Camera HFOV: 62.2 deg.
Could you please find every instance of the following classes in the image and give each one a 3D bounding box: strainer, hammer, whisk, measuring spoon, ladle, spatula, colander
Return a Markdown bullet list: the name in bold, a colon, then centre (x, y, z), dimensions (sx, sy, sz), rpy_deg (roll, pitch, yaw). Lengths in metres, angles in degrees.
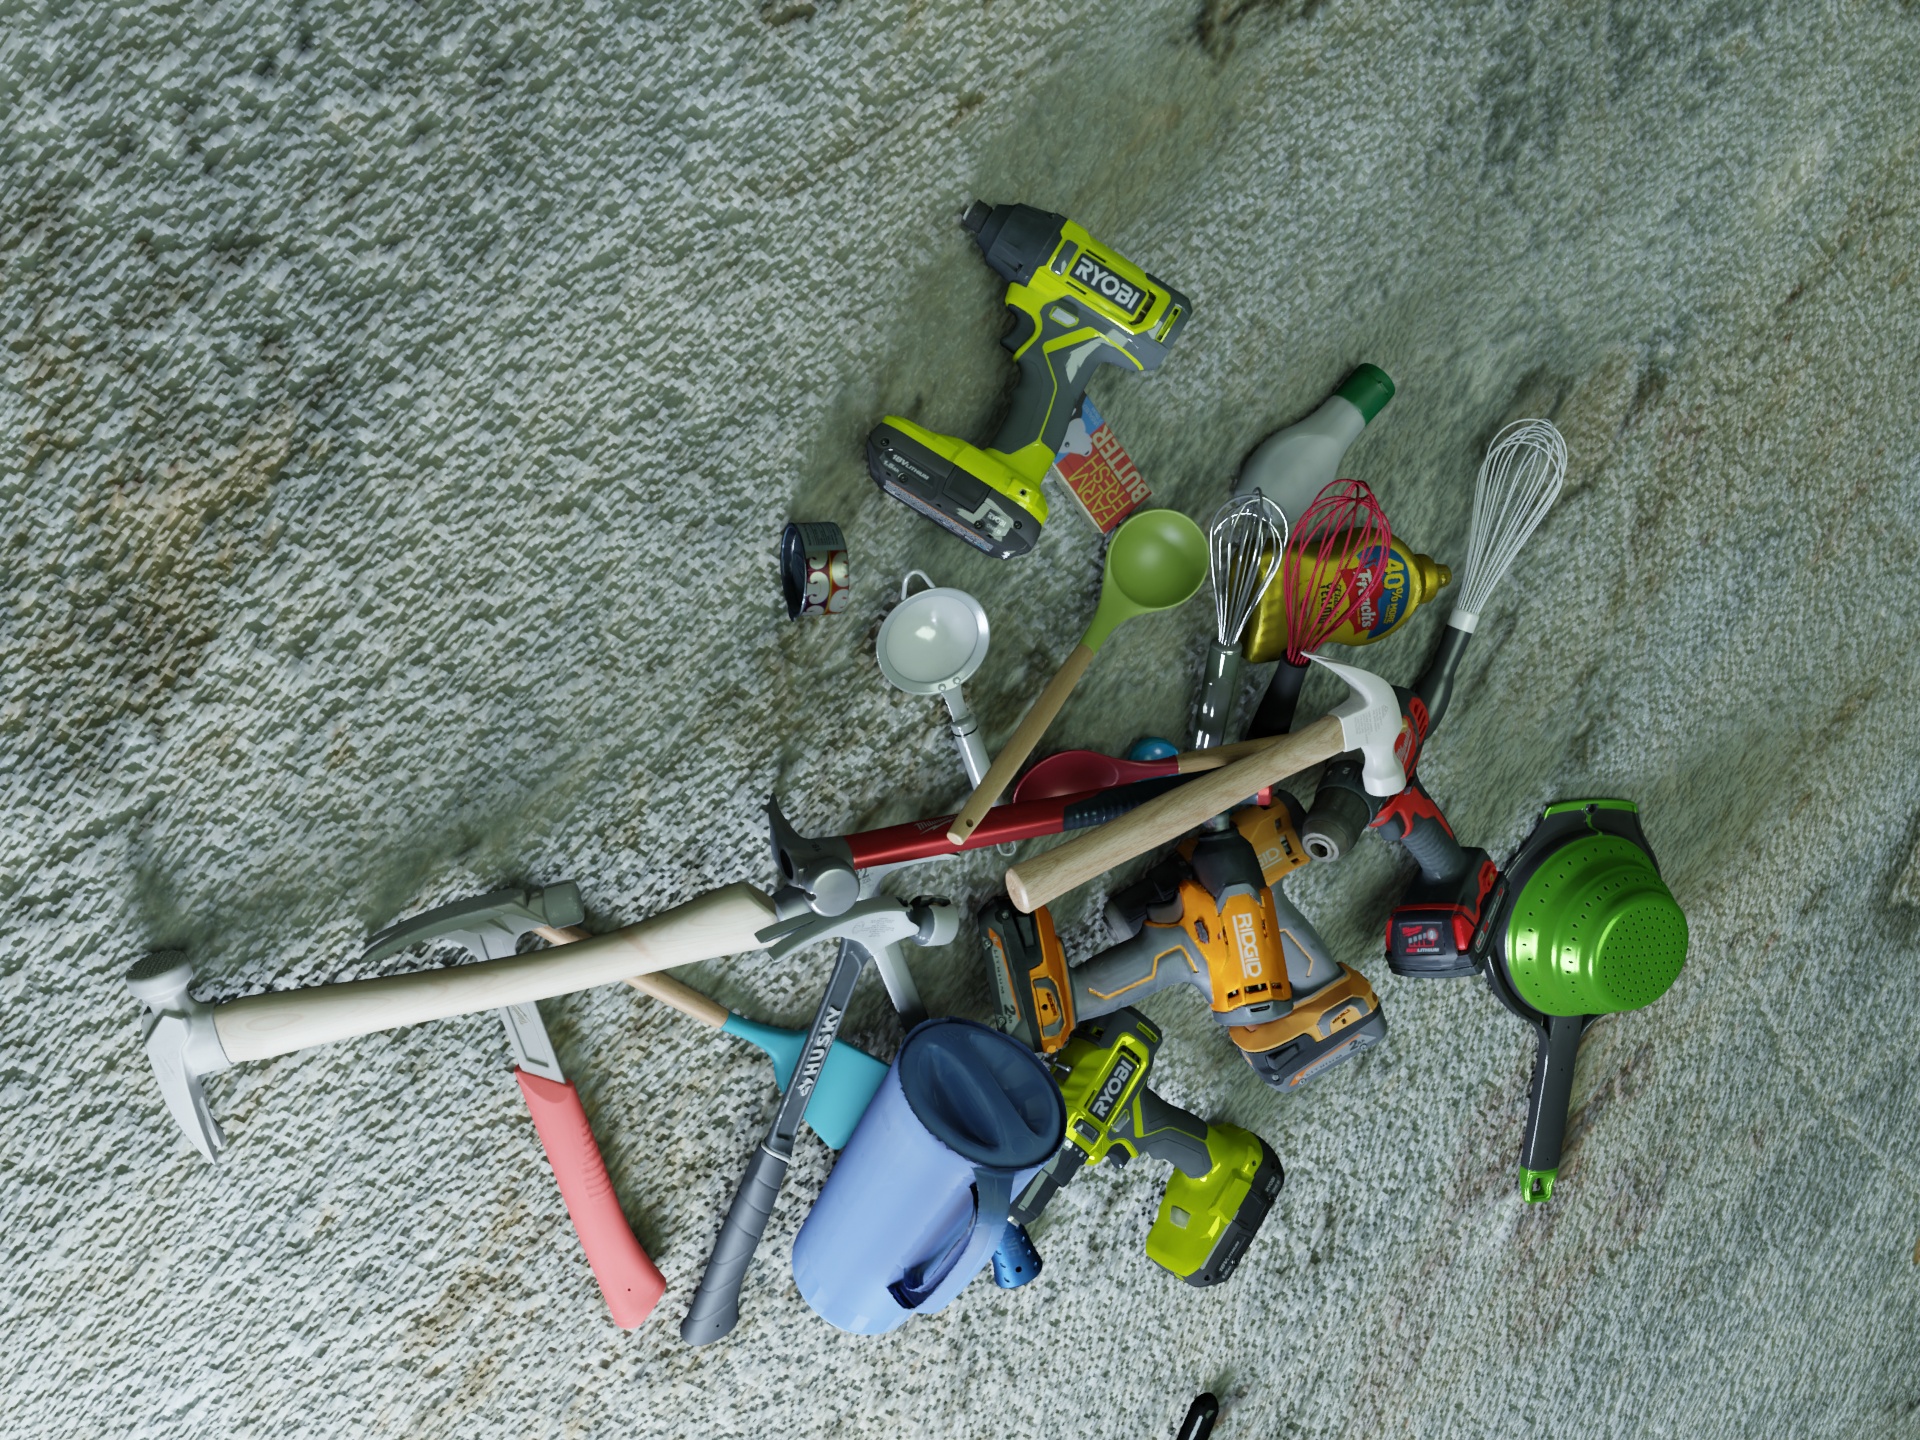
- **strainer**: centre (-0.002, -0.004, 1.187), dimensions (0.087, 0.050, 0.258), rpy_deg (-23, 116, -7)
- **hammer**: centre (-0.296, 0.289, 1.141), dimensions (0.149, 0.037, 0.358), rpy_deg (-16, 111, -6)
- **whisk**: centre (0.429, -0.114, 1.320), dimensions (0.070, 0.070, 0.284), rpy_deg (14, 103, -23)
- **measuring spoon**: centre (0.180, 0.050, 1.285), dimensions (0.042, 0.021, 0.128), rpy_deg (-43, 125, 16)
- **hammer**: centre (0.179, 0.051, 1.141), dimensions (0.331, 0.031, 0.130), rpy_deg (-24, 115, -18)
- **hammer**: centre (0.053, 0.065, 1.169), dimensions (0.386, 0.143, 0.038), rpy_deg (-9, 113, -20)
- **ladle**: centre (0.194, 0.029, 1.236), dimensions (0.315, 0.031, 0.069), rpy_deg (-10, 130, -3)
- **whisk**: centre (0.258, -0.060, 1.198), dimensions (0.073, 0.073, 0.295), rpy_deg (-11, 140, -18)
- **whisk**: centre (0.205, -0.064, 1.216), dimensions (0.058, 0.059, 0.246), rpy_deg (5, 123, -1)
- **hammer**: centre (-0.132, 0.300, 1.157), dimensions (0.149, 0.036, 0.408), rpy_deg (4, 118, -39)
- **spatula**: centre (-0.193, 0.212, 1.163), dimensions (0.317, 0.044, 0.082), rpy_deg (33, 102, -23)
- **ladle**: centre (0.084, -0.035, 1.141), dimensions (0.078, 0.062, 0.320), rpy_deg (44, 60, -13)
- **hammer**: centre (-0.323, 0.186, 1.064), dimensions (0.410, 0.038, 0.146), rpy_deg (-11, 111, -8)
- **hammer**: centre (-0.012, 0.278, 1.254), dimensions (0.144, 0.035, 0.405), rpy_deg (-26, 111, -13)
- **colander**: centre (0.574, 0.273, 1.445), dimensions (0.204, 0.095, 0.397), rpy_deg (-1, 103, -21)

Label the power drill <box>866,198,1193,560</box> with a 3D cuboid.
- **power drill**: centre (0.035, -0.241, 1.113), dimensions (0.171, 0.080, 0.223), rpy_deg (31, 87, -3)

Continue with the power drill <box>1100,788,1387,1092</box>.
- **power drill**: centre (0.233, 0.192, 1.304), dimensions (0.185, 0.084, 0.226), rpy_deg (-28, 107, -5)

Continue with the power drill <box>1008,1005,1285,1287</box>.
- **power drill**: centre (0.142, 0.362, 1.297), dimensions (0.228, 0.080, 0.190), rpy_deg (42, 73, -24)

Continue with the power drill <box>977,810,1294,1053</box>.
- **power drill**: centre (0.130, 0.163, 1.217), dimensions (0.226, 0.084, 0.164), rpy_deg (-10, 89, 0)

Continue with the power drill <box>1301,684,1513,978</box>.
- **power drill**: centre (0.357, 0.107, 1.295), dimensions (0.188, 0.080, 0.226), rpy_deg (-49, 118, -40)
